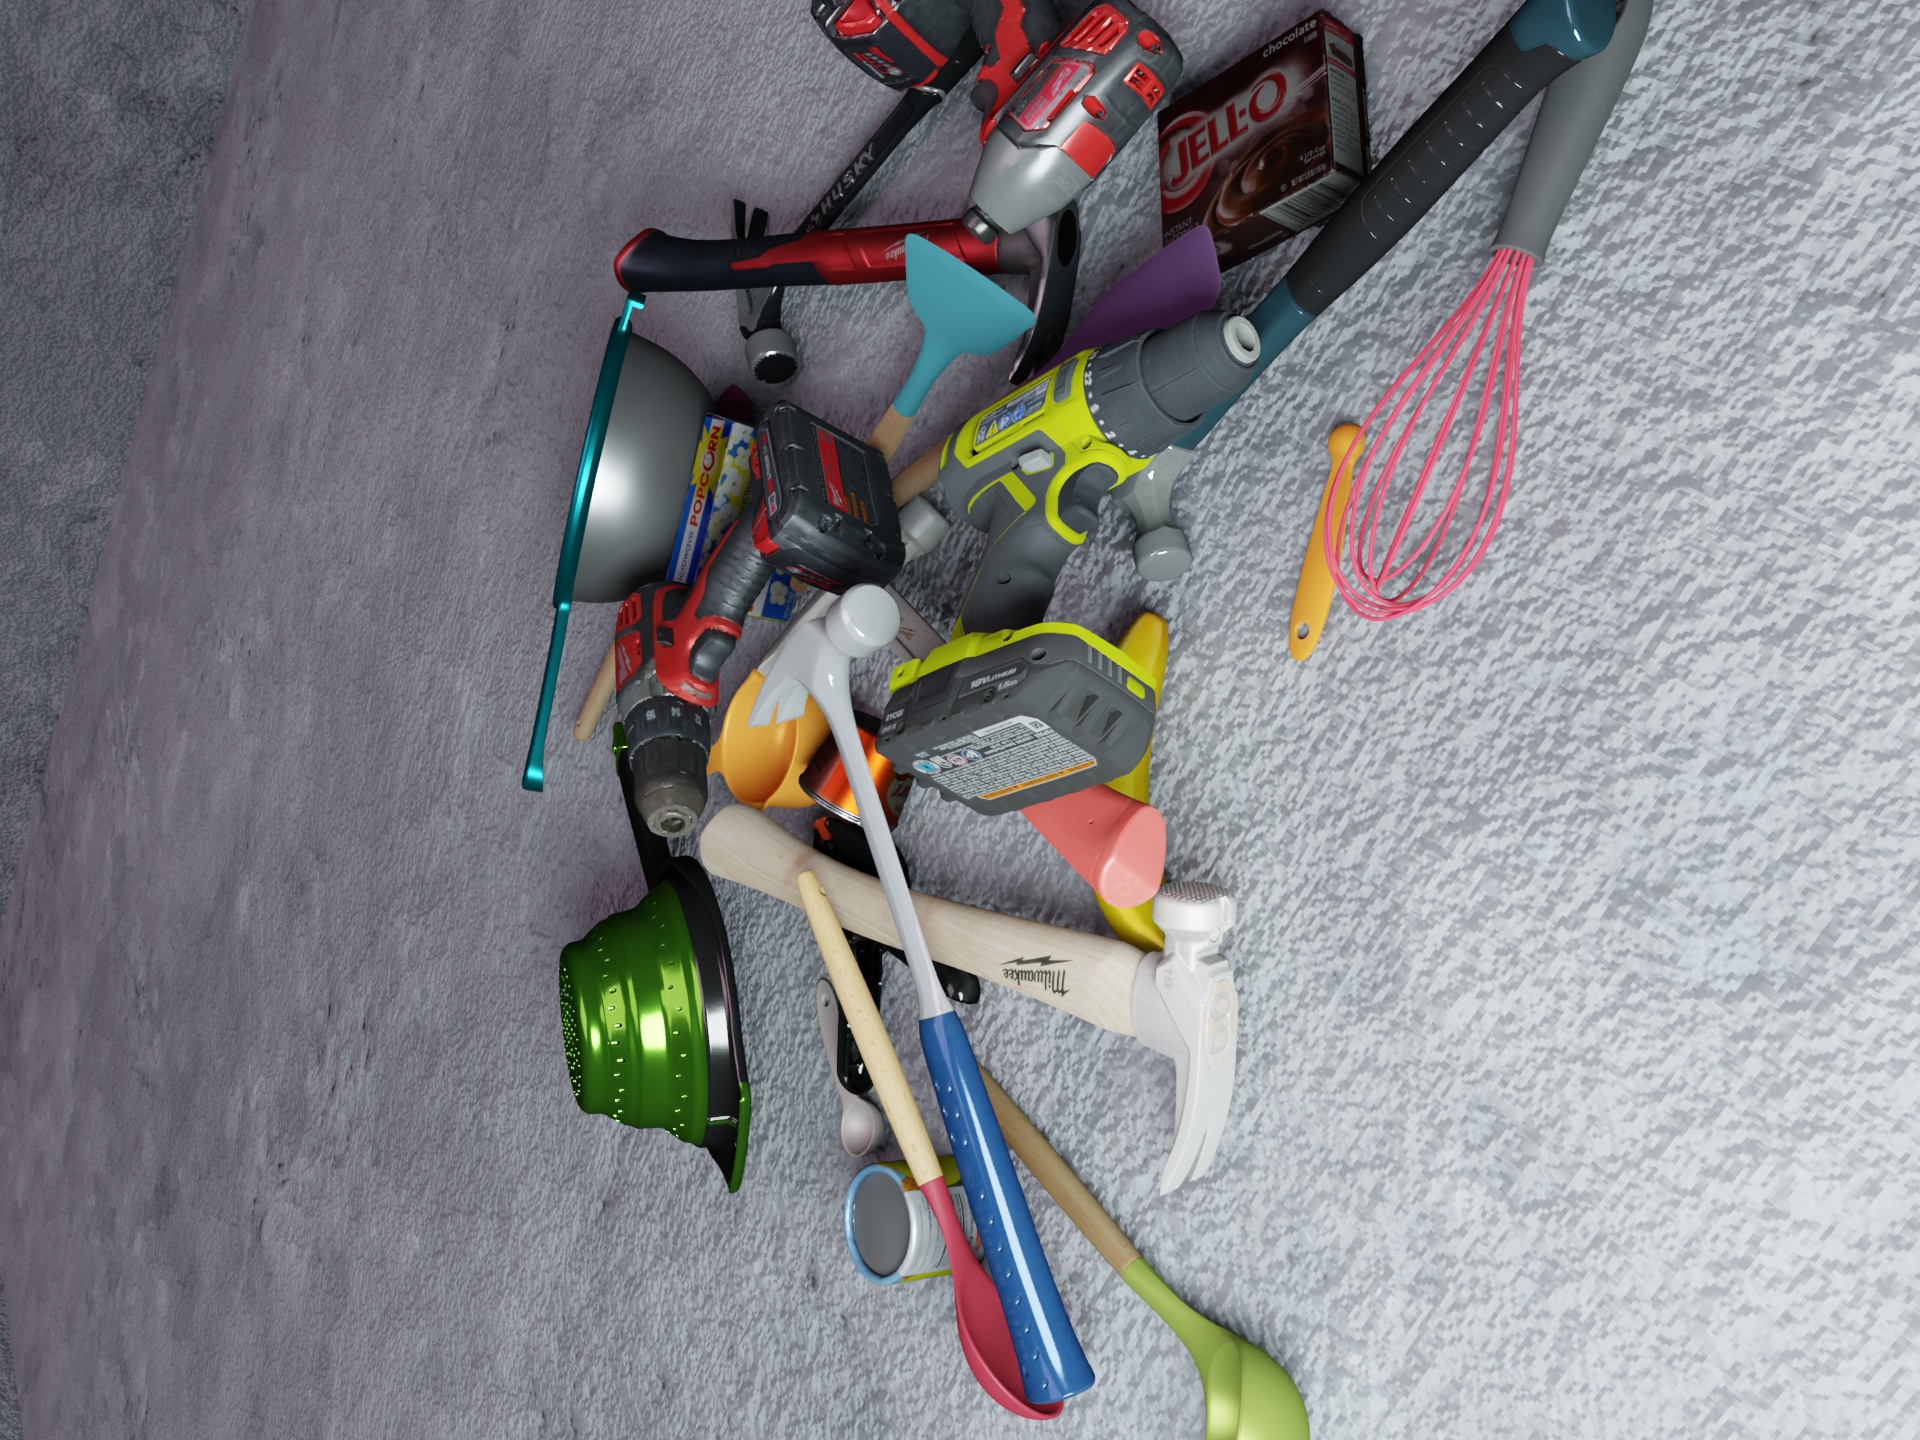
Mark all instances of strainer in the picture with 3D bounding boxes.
[{"bbox_3d":[-0.231,-0.110,1.115,0.211,0.095,0.340,145,134,-71],"label":"strainer"}]

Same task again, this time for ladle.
[{"bbox_3d":[-0.026,0.223,0.858,0.031,0.069,0.316,-31,72,17],"label":"ladle"},{"bbox_3d":[0.062,0.262,0.802,0.320,0.062,0.078,42,131,47],"label":"ladle"}]

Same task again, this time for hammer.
[{"bbox_3d":[-0.018,0.141,0.818,0.144,0.035,0.406,-31,75,56],"label":"hammer"},{"bbox_3d":[-0.001,-0.003,0.856,0.149,0.036,0.359,-48,37,5],"label":"hammer"},{"bbox_3d":[0.168,-0.206,0.737,0.331,0.033,0.128,-45,46,46],"label":"hammer"},{"bbox_3d":[-0.019,0.122,0.879,0.411,0.038,0.146,12,104,47],"label":"hammer"},{"bbox_3d":[-0.091,-0.285,1.031,0.386,0.038,0.143,9,92,38],"label":"hammer"},{"bbox_3d":[-0.033,-0.403,1.042,0.409,0.036,0.149,-39,55,38],"label":"hammer"}]

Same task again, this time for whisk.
[{"bbox_3d":[0.232,-0.181,0.684,0.073,0.073,0.296,26,96,48],"label":"whisk"}]

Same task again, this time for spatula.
[{"bbox_3d":[-0.050,-0.168,0.970,0.317,0.082,0.044,-52,8,48],"label":"spatula"},{"bbox_3d":[0.027,-0.171,0.888,0.316,0.018,0.060,-27,63,45],"label":"spatula"}]

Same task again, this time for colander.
[{"bbox_3d":[-0.236,0.142,1.098,0.398,0.094,0.204,-117,29,-44],"label":"colander"}]

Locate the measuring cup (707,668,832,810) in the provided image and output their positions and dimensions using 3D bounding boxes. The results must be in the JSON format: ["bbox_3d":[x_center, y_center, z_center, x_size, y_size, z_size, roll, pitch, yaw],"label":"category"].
[{"bbox_3d":[-0.139,0.026,1.077,0.173,0.052,0.095,-22,67,47],"label":"measuring cup"}]

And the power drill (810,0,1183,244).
[{"bbox_3d":[0.014,-0.370,0.894,0.143,0.078,0.220,-47,56,17],"label":"power drill"}]

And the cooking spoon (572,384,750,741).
[{"bbox_3d":[-0.236,-0.115,1.236,0.069,0.017,0.318,49,119,41],"label":"cooking spoon"}]

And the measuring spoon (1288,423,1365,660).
[{"bbox_3d":[0.173,-0.086,0.765,0.021,0.011,0.117,16,96,49],"label":"measuring spoon"}]

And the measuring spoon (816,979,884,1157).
[{"bbox_3d":[-0.069,0.215,0.994,0.034,0.018,0.124,-50,43,32],"label":"measuring spoon"}]

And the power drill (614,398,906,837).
[{"bbox_3d":[-0.132,-0.055,0.944,0.226,0.080,0.188,-44,39,30],"label":"power drill"}]

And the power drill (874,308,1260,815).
[{"bbox_3d":[0.052,-0.083,0.756,0.190,0.080,0.229,-21,46,46],"label":"power drill"}]
